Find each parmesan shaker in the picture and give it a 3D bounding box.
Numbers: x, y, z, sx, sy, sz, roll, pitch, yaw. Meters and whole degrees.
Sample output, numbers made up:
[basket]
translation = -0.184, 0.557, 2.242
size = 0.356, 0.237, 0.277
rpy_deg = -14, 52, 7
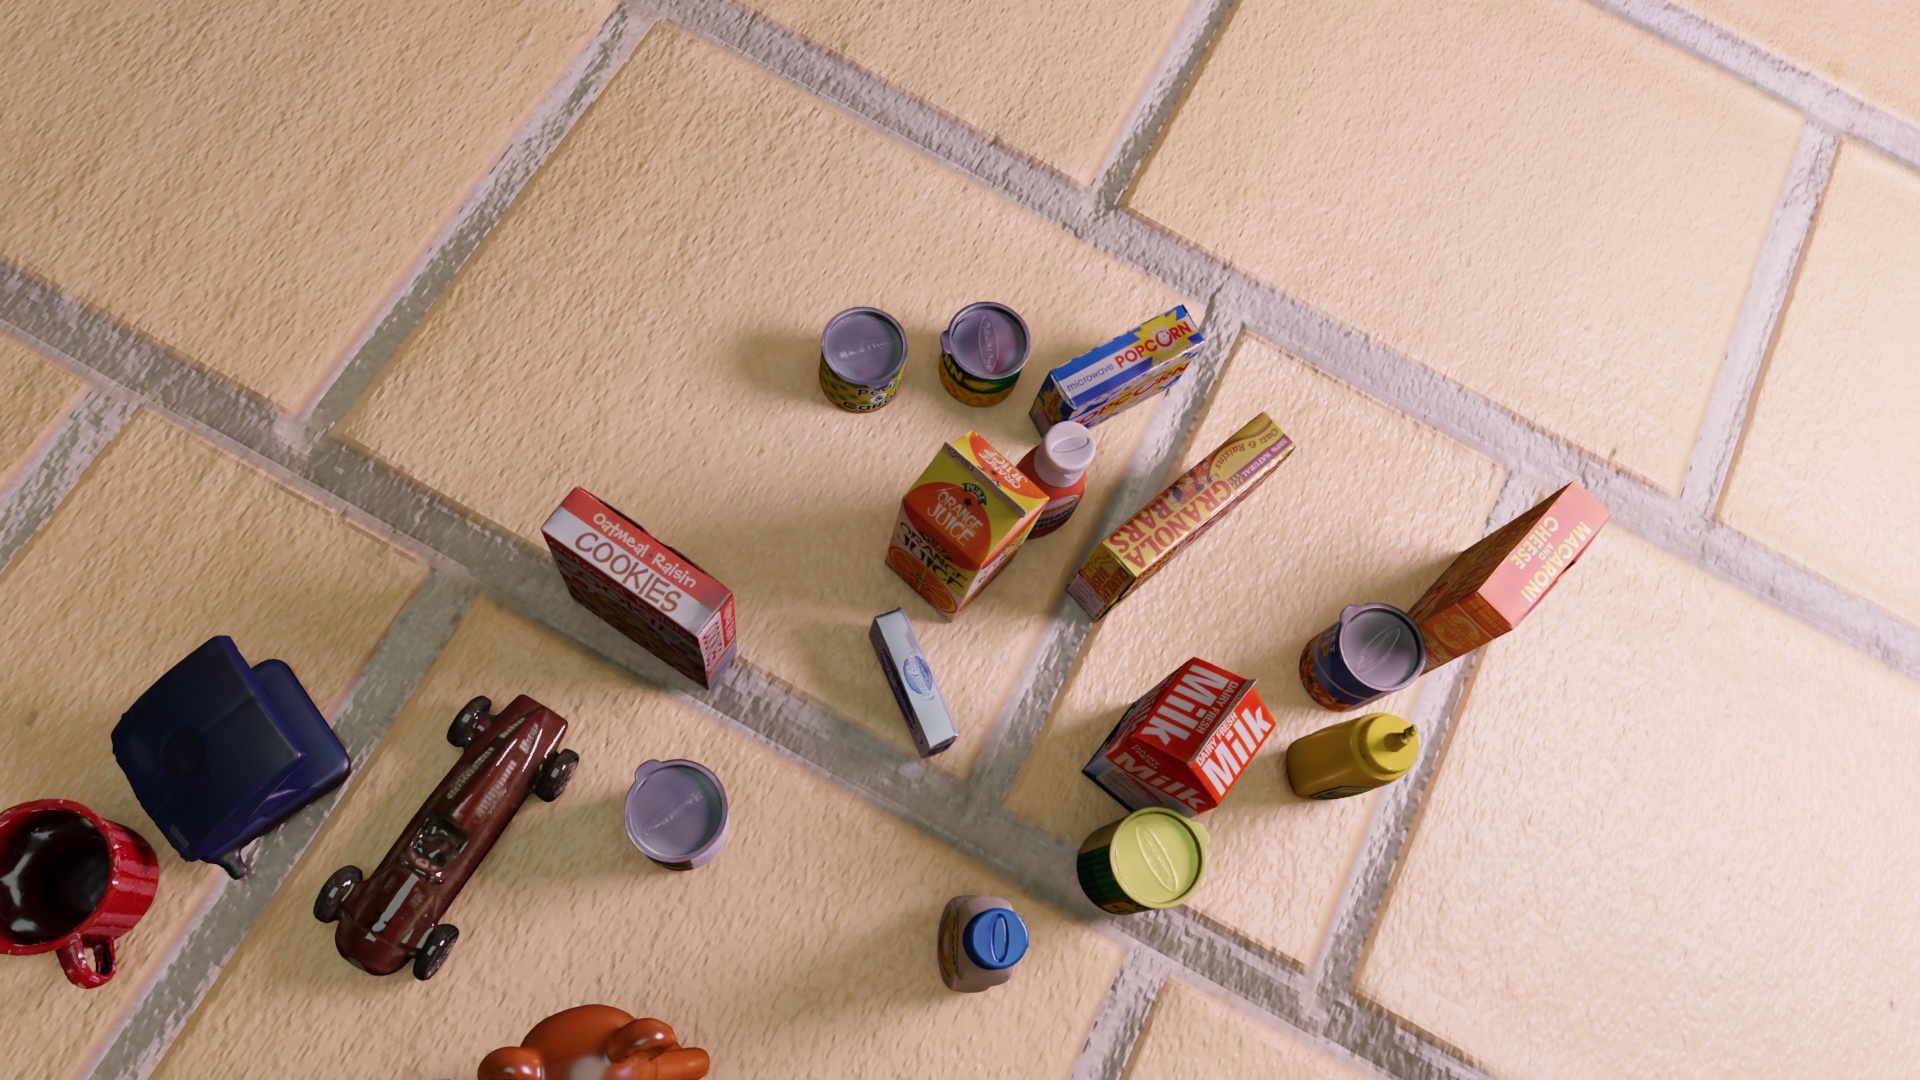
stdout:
[parmesan shaker]
translation = 0.126, 0.223, 0.962
size = 0.071, 0.102, 0.071
rpy_deg = 3, 72, -7

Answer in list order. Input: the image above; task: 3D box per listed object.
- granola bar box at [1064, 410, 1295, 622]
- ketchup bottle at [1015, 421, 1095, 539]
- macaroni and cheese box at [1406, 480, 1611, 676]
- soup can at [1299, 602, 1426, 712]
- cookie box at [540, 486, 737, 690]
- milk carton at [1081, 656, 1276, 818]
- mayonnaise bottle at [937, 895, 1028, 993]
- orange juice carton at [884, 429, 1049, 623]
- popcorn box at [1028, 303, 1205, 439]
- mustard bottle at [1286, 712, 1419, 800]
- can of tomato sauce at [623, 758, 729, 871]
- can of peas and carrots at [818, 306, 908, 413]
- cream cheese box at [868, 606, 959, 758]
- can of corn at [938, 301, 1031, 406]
[granola bar box]
translation = 0.162, -0.015, 1.036
size = 0.166, 0.123, 0.039
rpy_deg = -38, 81, -18
[ketchup bottle]
translation = 0.064, -0.044, 1.018
size = 0.065, 0.148, 0.043
rpy_deg = -17, 75, -13
[macaroni and cheese box]
translation = 0.392, 0.034, 1.031
size = 0.040, 0.166, 0.124
rpy_deg = 45, 72, 7
[soup can]
translation = 0.298, 0.087, 1.043
size = 0.071, 0.083, 0.071
rpy_deg = 3, 72, -7
[cookie box]
translation = -0.212, 0.036, 0.940
size = 0.123, 0.167, 0.040
rpy_deg = 34, 71, 3
[milk carton]
translation = 0.151, 0.139, 0.947
size = 0.073, 0.190, 0.072
rpy_deg = 39, 71, 5
[mayonnaise bottle]
translation = 0.013, 0.262, 0.908
size = 0.041, 0.147, 0.065
rpy_deg = 3, 72, -7
[orange juice carton]
translation = 0.003, -0.012, 0.975
size = 0.072, 0.192, 0.073
rpy_deg = 43, 71, 6
[popcorn box]
translation = 0.121, -0.127, 1.088
size = 0.127, 0.085, 0.038
rpy_deg = -28, 78, -16
[mustard bottle]
translation = 0.282, 0.151, 0.978
size = 0.065, 0.159, 0.049
rpy_deg = -4, 73, -9
[can of tomato sauce]
translation = -0.191, 0.186, 0.938
size = 0.071, 0.082, 0.071
rpy_deg = 3, 72, -7
[can of peas and carrots]
translation = -0.075, -0.137, 1.076
size = 0.071, 0.058, 0.071
rpy_deg = 3, 72, -7
[cream cheese box]
translation = -0.035, 0.104, 1.004
size = 0.024, 0.053, 0.104
rpy_deg = -21, 76, -14
[can of corn]
translation = 0.016, -0.145, 1.093
size = 0.071, 0.058, 0.071
rpy_deg = 3, 72, -8
